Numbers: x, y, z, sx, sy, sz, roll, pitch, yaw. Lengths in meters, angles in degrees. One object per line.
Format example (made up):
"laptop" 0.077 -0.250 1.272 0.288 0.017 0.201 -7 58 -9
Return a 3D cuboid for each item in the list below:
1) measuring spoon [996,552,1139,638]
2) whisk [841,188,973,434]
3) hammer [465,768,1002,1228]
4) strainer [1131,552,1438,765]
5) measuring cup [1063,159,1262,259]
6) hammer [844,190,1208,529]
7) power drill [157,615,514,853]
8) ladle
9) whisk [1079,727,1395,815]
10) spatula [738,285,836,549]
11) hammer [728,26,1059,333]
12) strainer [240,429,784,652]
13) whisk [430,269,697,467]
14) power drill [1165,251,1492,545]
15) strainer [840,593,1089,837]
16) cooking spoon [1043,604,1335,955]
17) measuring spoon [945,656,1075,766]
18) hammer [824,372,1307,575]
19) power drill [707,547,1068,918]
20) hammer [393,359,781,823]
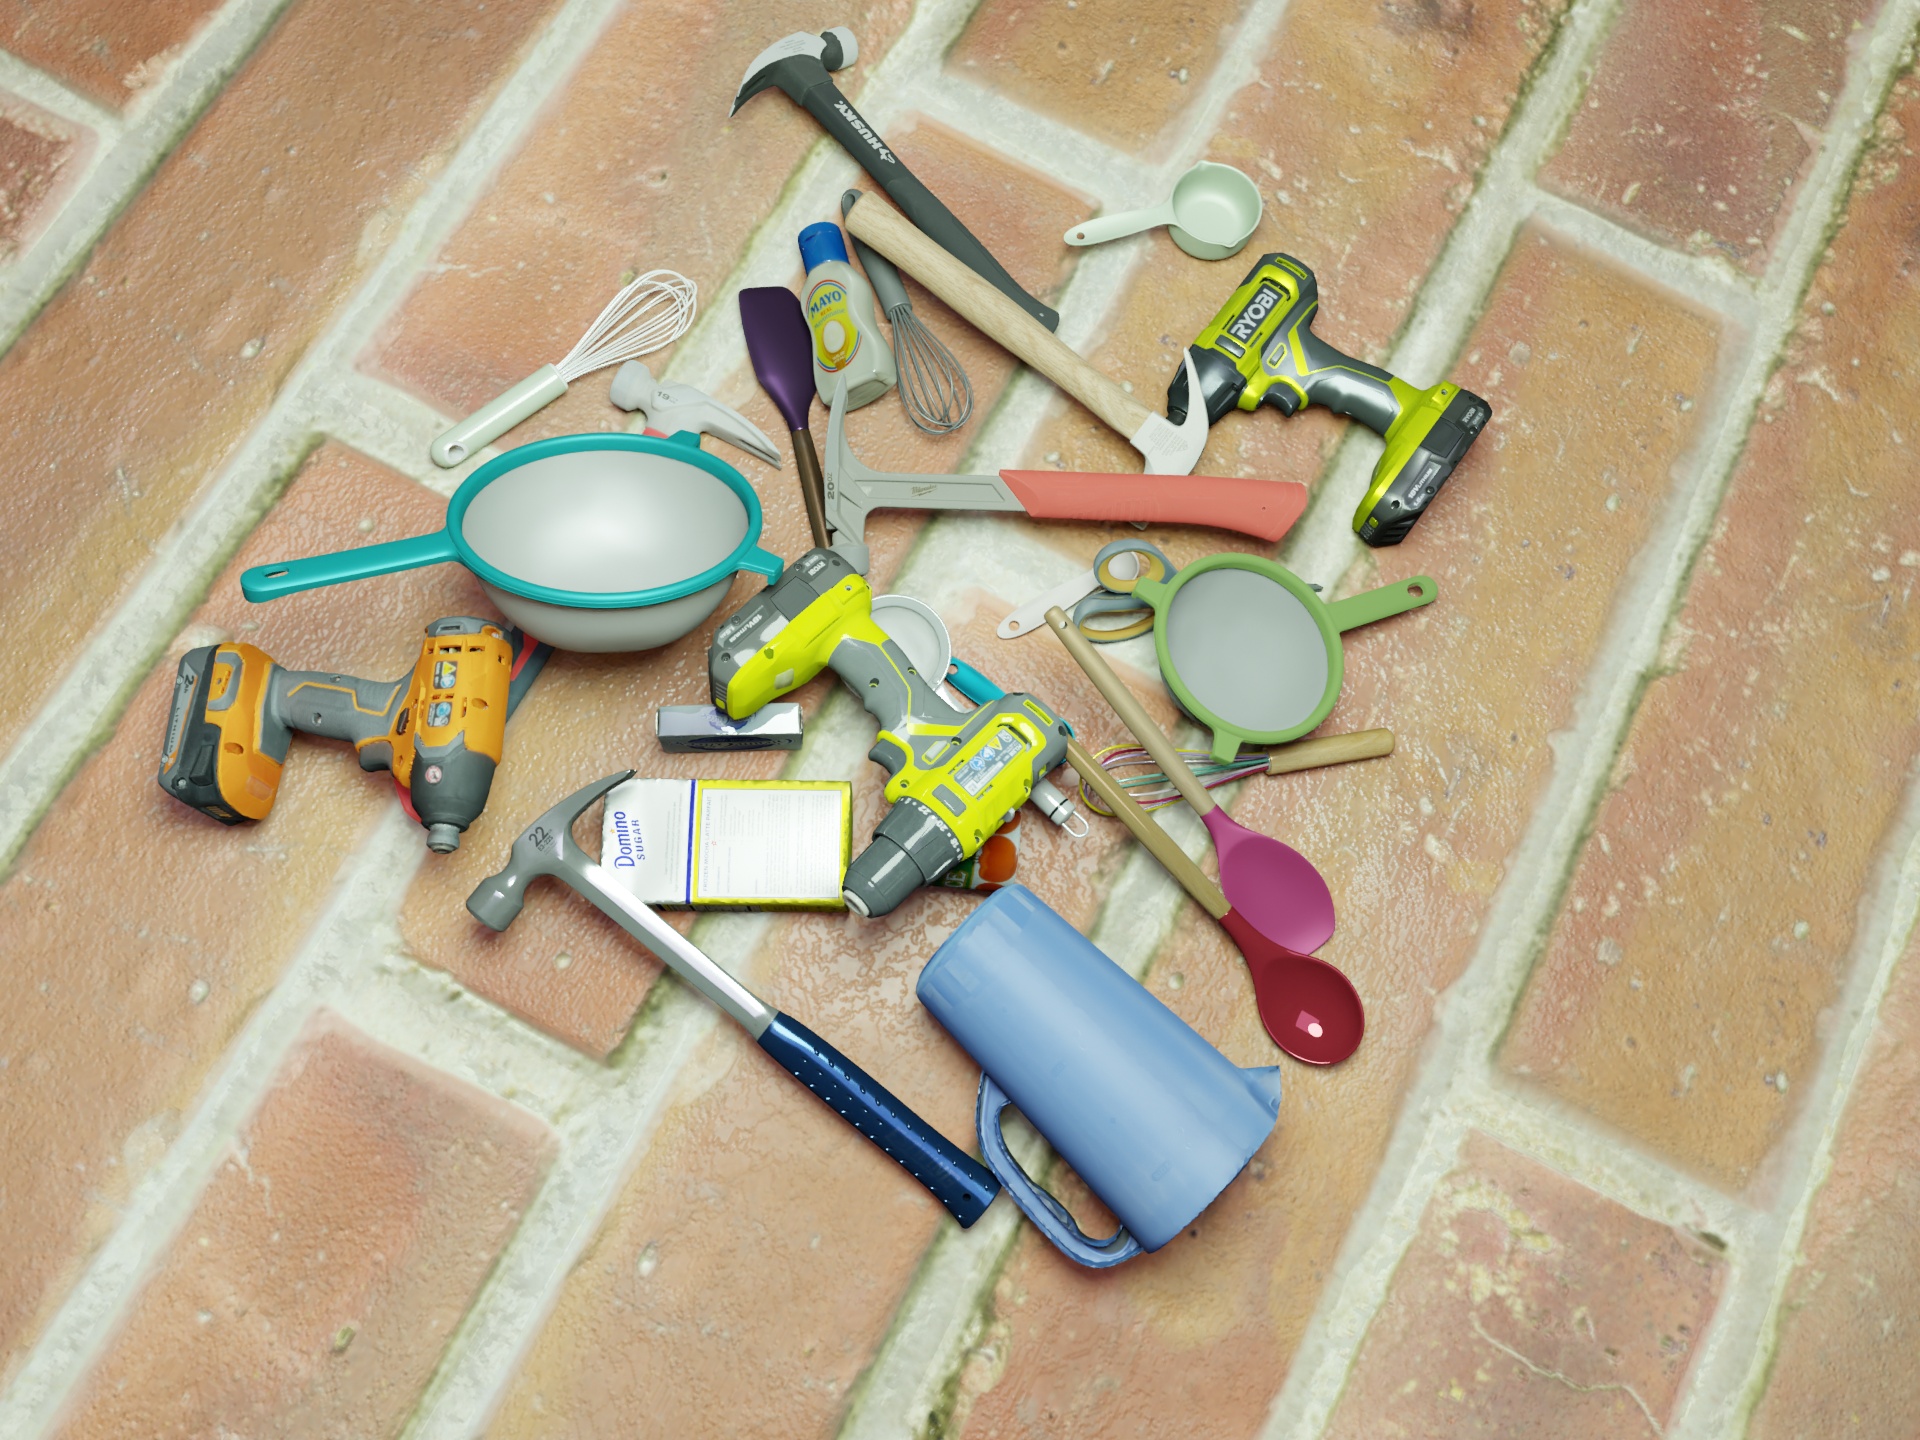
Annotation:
"measuring spoon" 0.082 -0.095 1.226 0.124 0.018 0.034 -30 78 -4
"whisk" -0.047 -0.329 1.266 0.055 0.055 0.239 -19 72 -9
"hammer" -0.136 0.197 1.087 0.405 0.035 0.144 39 86 0
"strainer" 0.249 -0.059 1.206 0.256 0.069 0.151 -18 75 -24
"measuring cup" 0.164 -0.405 1.305 0.167 0.038 0.083 -14 76 -6
"hammer" 0.051 -0.298 1.227 0.331 0.031 0.130 38 103 2
"power drill" -0.426 0.017 1.099 0.226 0.084 0.164 -4 68 7
"ladle" 0.169 0.119 1.135 0.069 0.031 0.315 -43 91 6
"whisk" 0.207 0.030 1.182 0.245 0.051 0.047 -9 69 -9
"spatula" -0.117 -0.201 1.238 0.059 0.018 0.316 -8 74 -19
"hammer" -0.043 -0.421 1.280 0.335 0.035 0.146 48 52 5
"strainer" -0.302 -0.095 1.086 0.340 0.095 0.211 -14 44 -22
"whisk" -0.307 -0.273 1.237 0.246 0.057 0.059 -37 45 -10
"power drill" 0.282 -0.243 1.248 0.223 0.080 0.171 36 80 10
"strainer" -0.002 -0.004 1.168 0.087 0.050 0.258 -45 78 -7
"cooking spoon" 0.162 0.044 1.139 0.069 0.017 0.318 -39 99 4
"measuring spoon" 0.032 -0.007 1.197 0.129 0.021 0.042 38 75 16
"hammer" 0.078 -0.178 1.191 0.359 0.037 0.149 1 96 -2
"power drill" -0.065 0.008 1.092 0.228 0.080 0.190 42 67 12
"hammer" -0.284 -0.084 1.185 0.143 0.038 0.386 28 74 3
